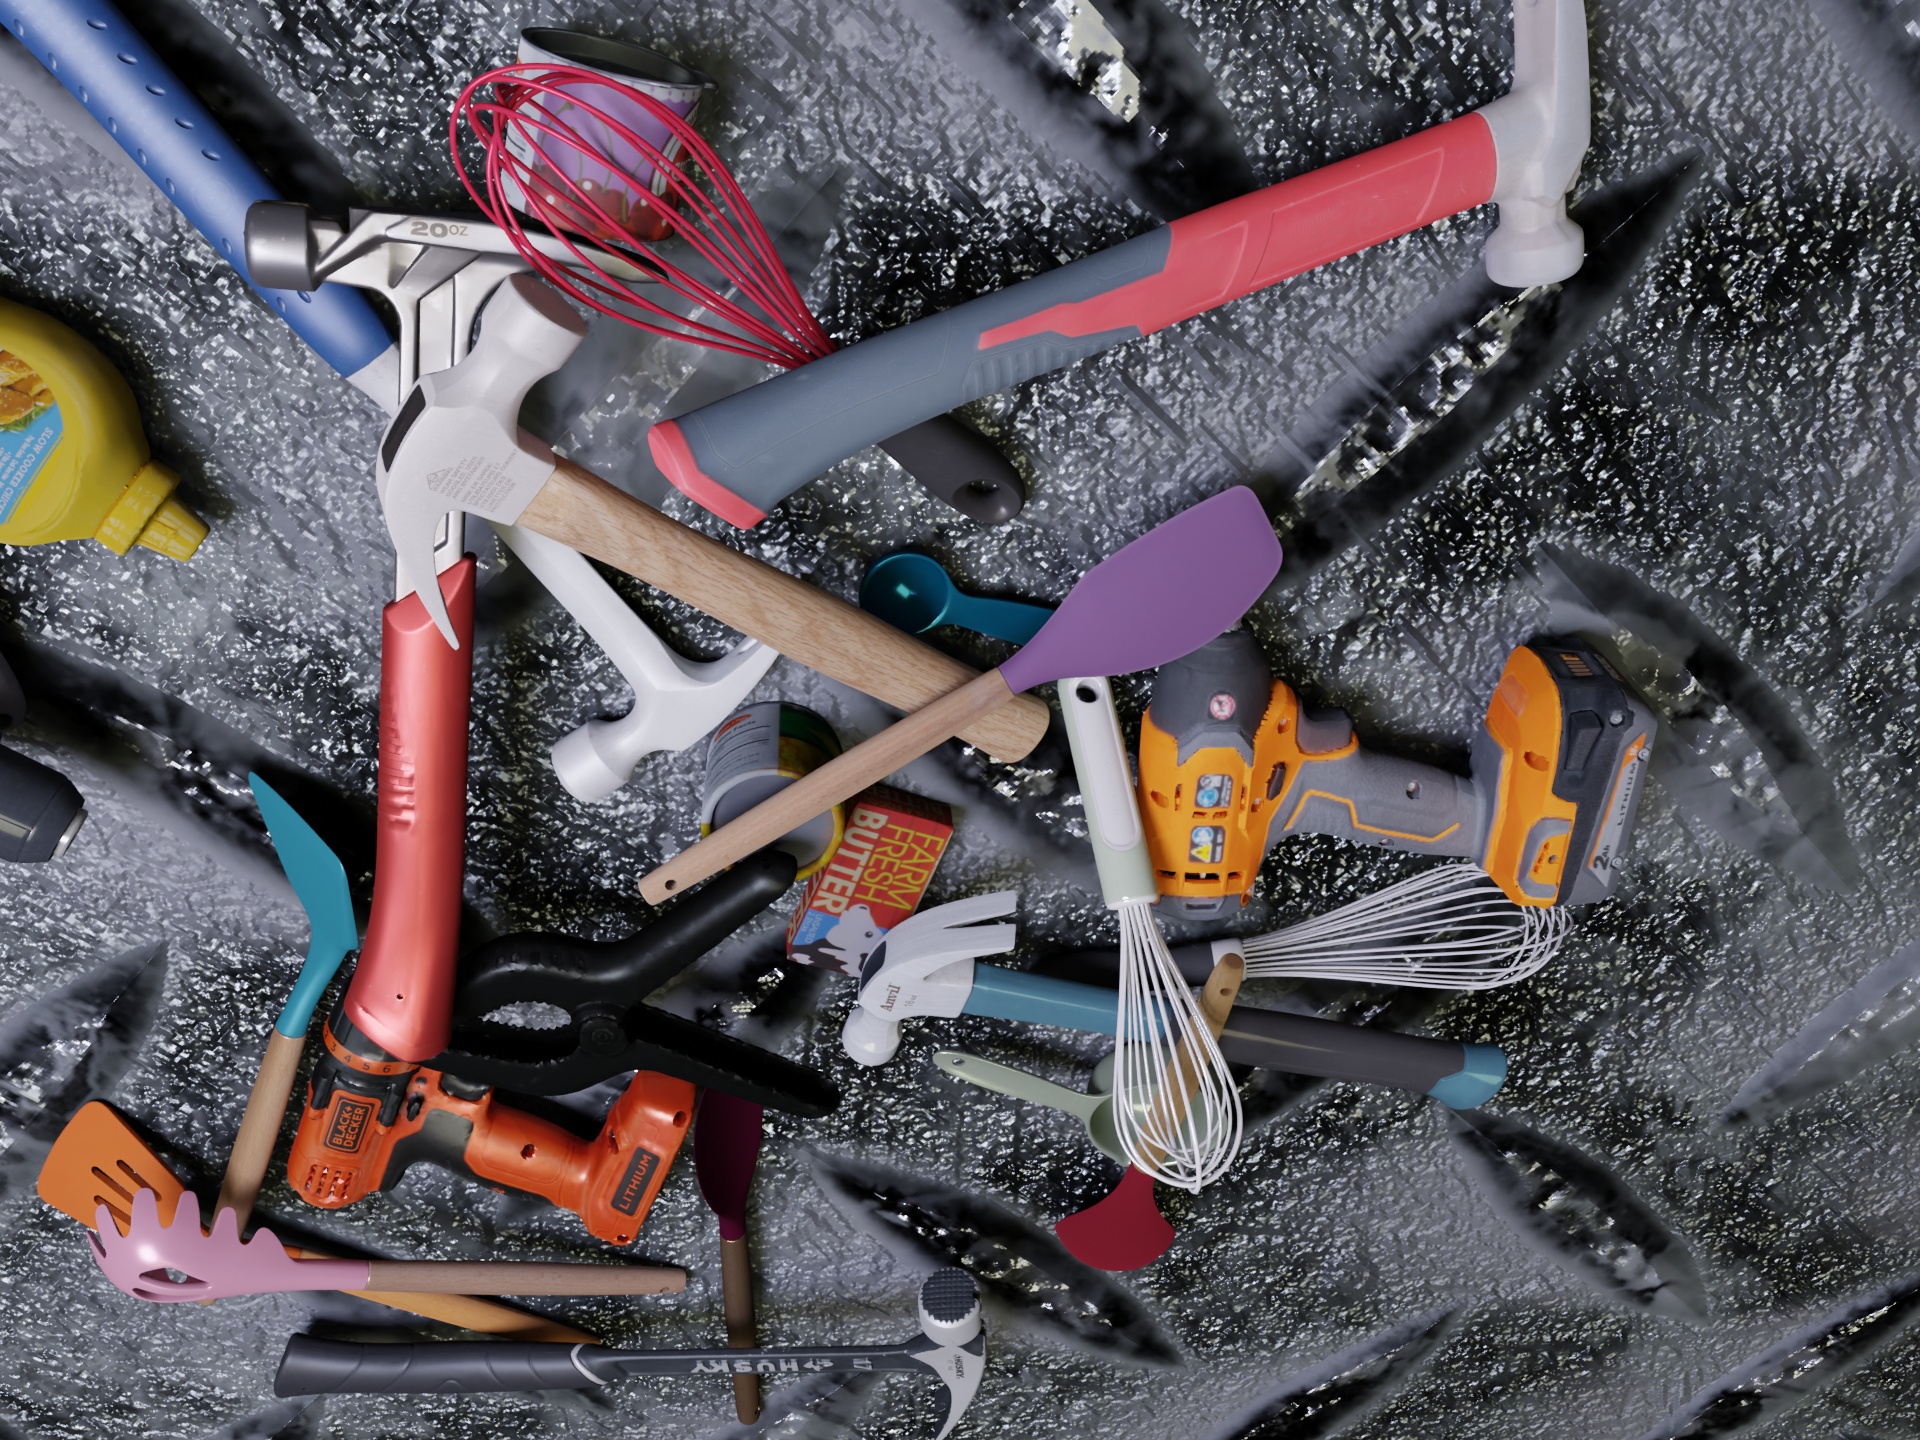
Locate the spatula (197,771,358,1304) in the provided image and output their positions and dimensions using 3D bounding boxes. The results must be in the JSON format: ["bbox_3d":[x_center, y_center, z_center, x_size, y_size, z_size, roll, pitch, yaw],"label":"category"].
[{"bbox_3d":[-0.348,0.174,0.786,0.044,0.082,0.317,-8,127,-55],"label":"spatula"}]

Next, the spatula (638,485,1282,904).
[{"bbox_3d":[-0.001,-0.002,0.690,0.316,0.018,0.059,-30,114,2],"label":"spatula"}]

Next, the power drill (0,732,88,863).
[{"bbox_3d":[-0.501,0.056,0.682,0.190,0.080,0.228,30,121,-21],"label":"power drill"}]

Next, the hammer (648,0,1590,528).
[{"bbox_3d":[0.066,-0.175,0.579,0.386,0.038,0.143,-24,122,-14],"label":"hammer"}]

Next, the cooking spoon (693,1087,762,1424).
[{"bbox_3d":[-0.129,0.307,0.908,0.017,0.069,0.318,14,127,17],"label":"cooking spoon"}]

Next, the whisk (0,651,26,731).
[{"bbox_3d":[-0.422,-0.065,0.615,0.055,0.055,0.238,-2,146,-5],"label":"whisk"}]

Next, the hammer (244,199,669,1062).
[{"bbox_3d":[-0.208,-0.021,0.649,0.149,0.037,0.359,4,112,-14],"label":"hammer"}]

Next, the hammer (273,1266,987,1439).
[{"bbox_3d":[-0.188,0.367,0.907,0.409,0.036,0.149,-2,132,2],"label":"hammer"}]

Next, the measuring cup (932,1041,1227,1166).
[{"bbox_3d":[0.064,0.193,0.860,0.167,0.038,0.083,19,129,-11],"label":"measuring cup"}]

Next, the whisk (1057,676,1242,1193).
[{"bbox_3d":[0.080,0.090,0.725,0.058,0.059,0.246,-11,80,-5],"label":"whisk"}]

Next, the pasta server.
[{"bbox_3d":[-0.291,0.290,0.850,0.316,0.040,0.060,15,124,-34],"label":"pasta server"}]

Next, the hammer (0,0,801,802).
[{"bbox_3d":[-0.224,-0.140,0.639,0.144,0.035,0.405,-32,118,13],"label":"hammer"}]

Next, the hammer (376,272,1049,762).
[{"bbox_3d":[-0.080,-0.045,0.645,0.130,0.031,0.331,-46,136,18],"label":"hammer"}]

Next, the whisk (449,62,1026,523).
[{"bbox_3d":[-0.063,-0.143,0.596,0.073,0.073,0.295,-41,140,17],"label":"whisk"}]

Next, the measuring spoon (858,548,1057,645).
[{"bbox_3d":[0.013,-0.052,0.730,0.128,0.021,0.042,12,118,-23],"label":"measuring spoon"}]

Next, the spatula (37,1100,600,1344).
[{"bbox_3d":[-0.349,0.303,0.895,0.322,0.041,0.081,28,113,-25],"label":"spatula"}]

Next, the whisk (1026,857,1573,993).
[{"bbox_3d":[0.171,0.120,0.824,0.284,0.070,0.070,-9,121,5],"label":"whisk"}]

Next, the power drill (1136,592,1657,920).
[{"bbox_3d":[0.197,0.013,0.748,0.226,0.084,0.164,0,119,-2],"label":"power drill"}]

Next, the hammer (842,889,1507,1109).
[{"bbox_3d":[0.114,0.154,0.801,0.331,0.033,0.128,11,136,-9],"label":"hammer"}]

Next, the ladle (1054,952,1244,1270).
[{"bbox_3d":[0.103,0.216,0.827,0.069,0.031,0.315,7,136,-3],"label":"ladle"}]
